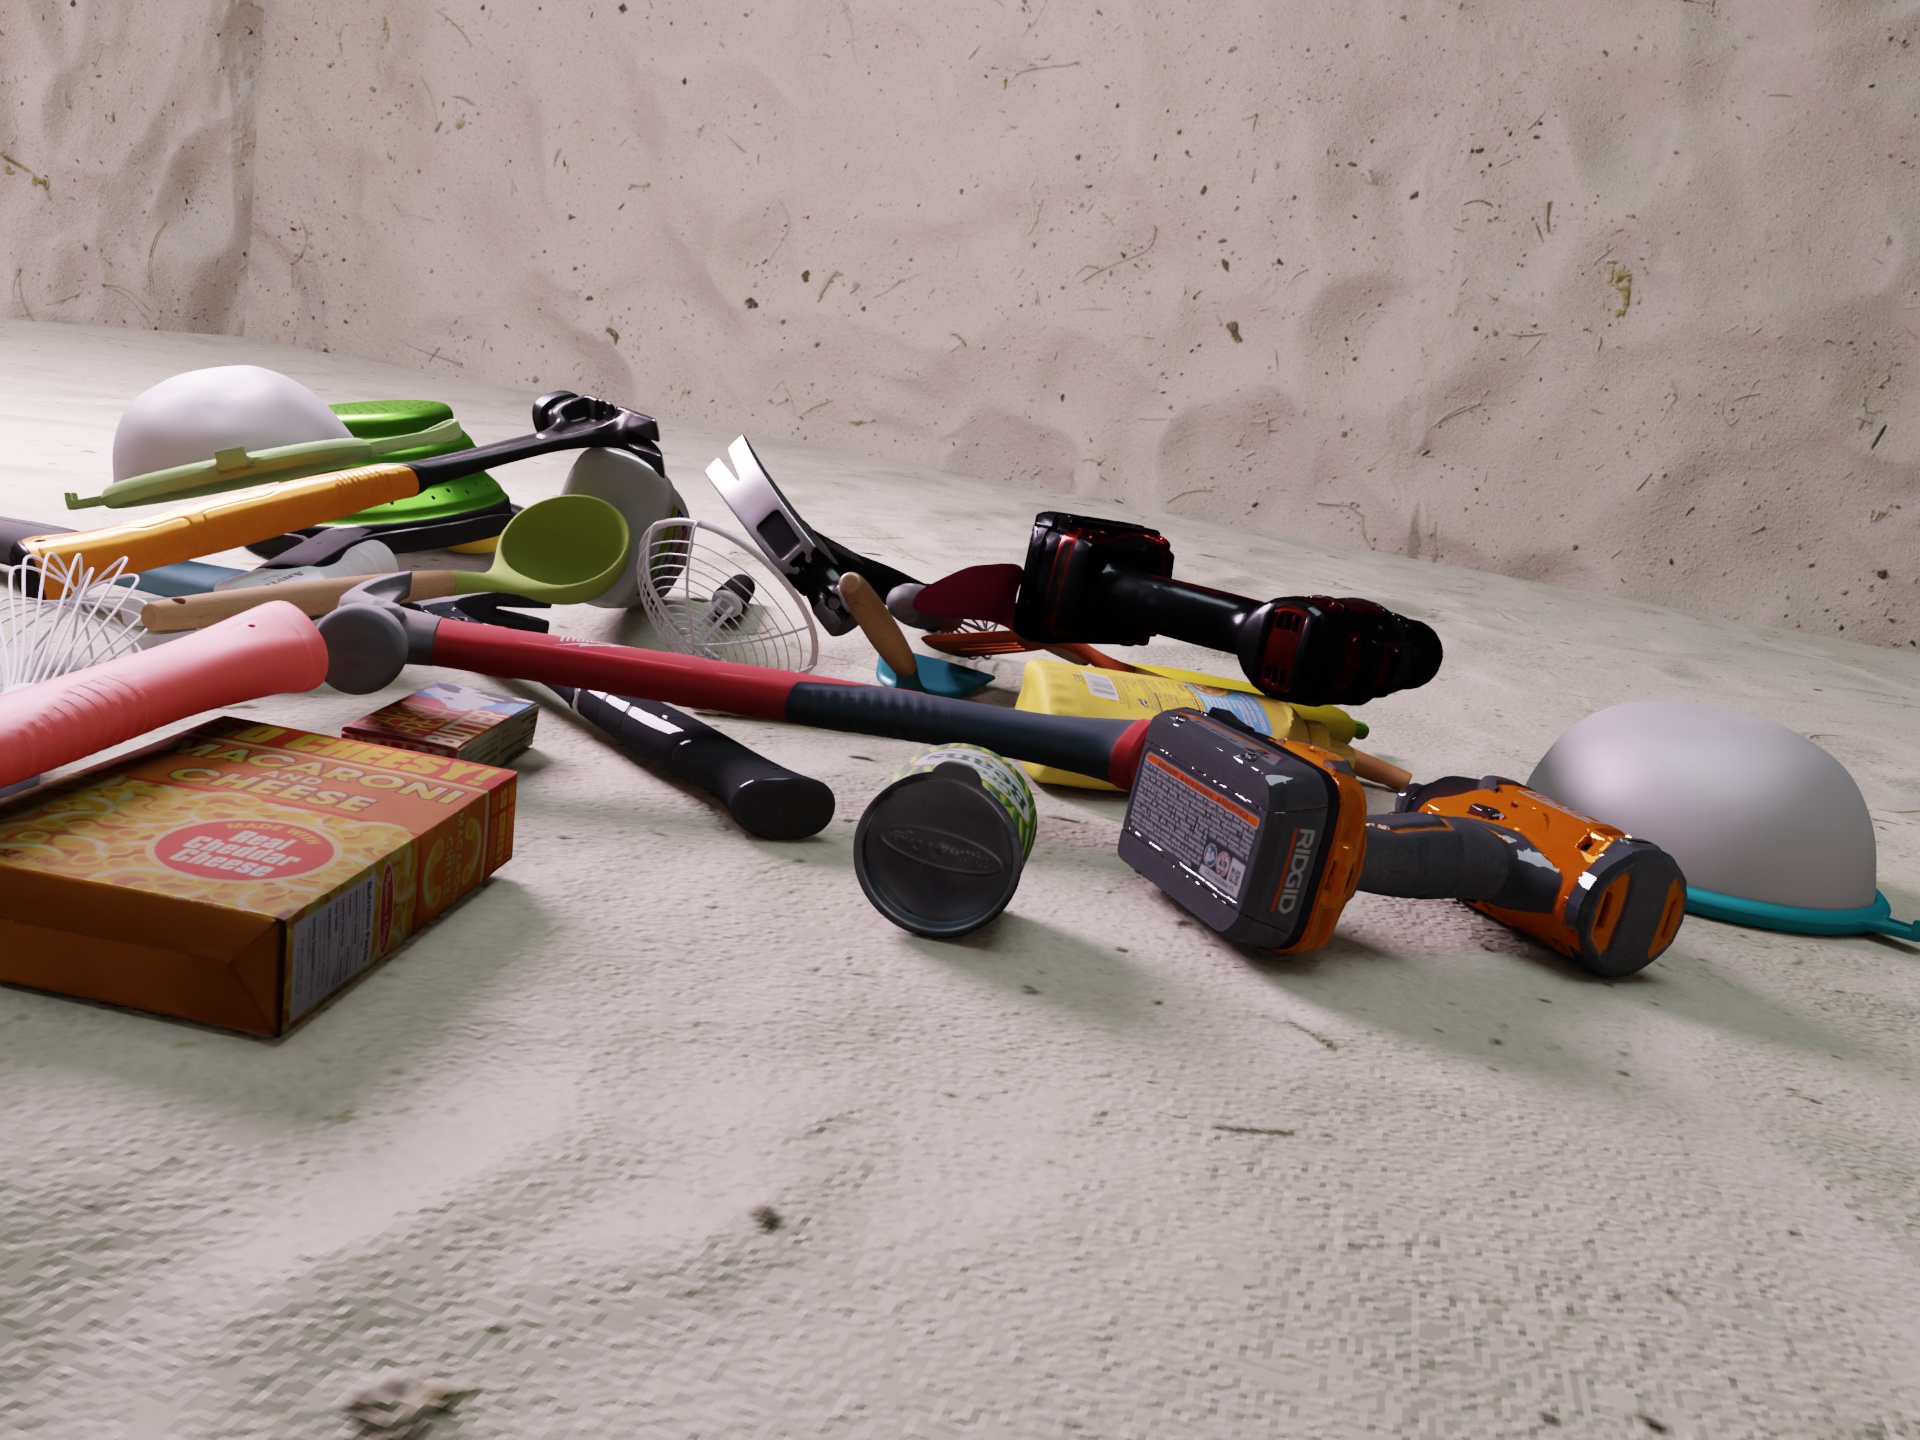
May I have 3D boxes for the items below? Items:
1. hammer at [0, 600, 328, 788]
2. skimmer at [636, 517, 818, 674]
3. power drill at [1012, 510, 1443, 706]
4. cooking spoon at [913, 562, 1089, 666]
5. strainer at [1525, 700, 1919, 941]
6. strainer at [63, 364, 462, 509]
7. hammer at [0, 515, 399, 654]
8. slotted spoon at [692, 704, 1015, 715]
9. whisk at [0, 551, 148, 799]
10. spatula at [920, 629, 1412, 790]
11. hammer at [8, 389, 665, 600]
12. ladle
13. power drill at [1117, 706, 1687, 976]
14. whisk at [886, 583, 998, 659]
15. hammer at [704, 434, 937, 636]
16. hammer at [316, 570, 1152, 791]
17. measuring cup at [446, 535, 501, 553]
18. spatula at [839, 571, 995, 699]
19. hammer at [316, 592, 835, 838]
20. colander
[{"bbox_3d":[-0.307,0.009,0.475,0.149,0.036,0.359,9,14,5],"label":"hammer"},{"bbox_3d":[-0.145,-0.092,1.074,0.127,0.090,0.363,41,7,-9],"label":"skimmer"},{"bbox_3d":[0.166,-0.061,0.957,0.227,0.080,0.187,20,13,37],"label":"power drill"},{"bbox_3d":[0.043,-0.065,1.075,0.069,0.017,0.318,-24,-13,15],"label":"cooking spoon"},{"bbox_3d":[0.433,0.026,0.973,0.211,0.095,0.340,10,14,4],"label":"strainer"},{"bbox_3d":[-0.408,-0.187,0.979,0.151,0.069,0.256,-6,13,28],"label":"strainer"},{"bbox_3d":[-0.481,-0.089,0.897,0.331,0.033,0.128,12,29,27],"label":"hammer"},{"bbox_3d":[-0.001,-0.003,0.935,0.313,0.031,0.070,4,32,-15],"label":"slotted spoon"},{"bbox_3d":[-0.380,-0.014,0.656,0.070,0.070,0.285,4,19,-23],"label":"whisk"},{"bbox_3d":[0.131,-0.011,1.030,0.323,0.041,0.081,22,0,15],"label":"spatula"},{"bbox_3d":[-0.329,-0.123,0.867,0.337,0.034,0.127,-23,32,-34],"label":"hammer"},{"bbox_3d":[-0.289,-0.082,0.842,0.078,0.062,0.320,27,19,18],"label":"ladle"},{"bbox_3d":[0.191,0.053,0.729,0.226,0.084,0.164,9,12,-24],"label":"power drill"},{"bbox_3d":[-0.006,-0.071,1.090,0.055,0.055,0.239,13,2,15],"label":"whisk"},{"bbox_3d":[-0.071,-0.106,1.118,0.146,0.035,0.334,51,10,12],"label":"hammer"},{"bbox_3d":[-0.095,-0.016,0.765,0.386,0.038,0.143,9,11,-11],"label":"hammer"},{"bbox_3d":[-0.425,-0.140,1.238,0.156,0.029,0.062,-14,22,-33],"label":"measuring cup"},{"bbox_3d":[-0.036,-0.050,0.947,0.082,0.044,0.317,16,-8,9],"label":"spatula"},{"bbox_3d":[-0.201,-0.017,0.839,0.149,0.036,0.409,-2,18,-43],"label":"hammer"},{"bbox_3d":[-0.425,-0.161,1.097,0.204,0.094,0.397,-2,18,-1],"label":"colander"}]
